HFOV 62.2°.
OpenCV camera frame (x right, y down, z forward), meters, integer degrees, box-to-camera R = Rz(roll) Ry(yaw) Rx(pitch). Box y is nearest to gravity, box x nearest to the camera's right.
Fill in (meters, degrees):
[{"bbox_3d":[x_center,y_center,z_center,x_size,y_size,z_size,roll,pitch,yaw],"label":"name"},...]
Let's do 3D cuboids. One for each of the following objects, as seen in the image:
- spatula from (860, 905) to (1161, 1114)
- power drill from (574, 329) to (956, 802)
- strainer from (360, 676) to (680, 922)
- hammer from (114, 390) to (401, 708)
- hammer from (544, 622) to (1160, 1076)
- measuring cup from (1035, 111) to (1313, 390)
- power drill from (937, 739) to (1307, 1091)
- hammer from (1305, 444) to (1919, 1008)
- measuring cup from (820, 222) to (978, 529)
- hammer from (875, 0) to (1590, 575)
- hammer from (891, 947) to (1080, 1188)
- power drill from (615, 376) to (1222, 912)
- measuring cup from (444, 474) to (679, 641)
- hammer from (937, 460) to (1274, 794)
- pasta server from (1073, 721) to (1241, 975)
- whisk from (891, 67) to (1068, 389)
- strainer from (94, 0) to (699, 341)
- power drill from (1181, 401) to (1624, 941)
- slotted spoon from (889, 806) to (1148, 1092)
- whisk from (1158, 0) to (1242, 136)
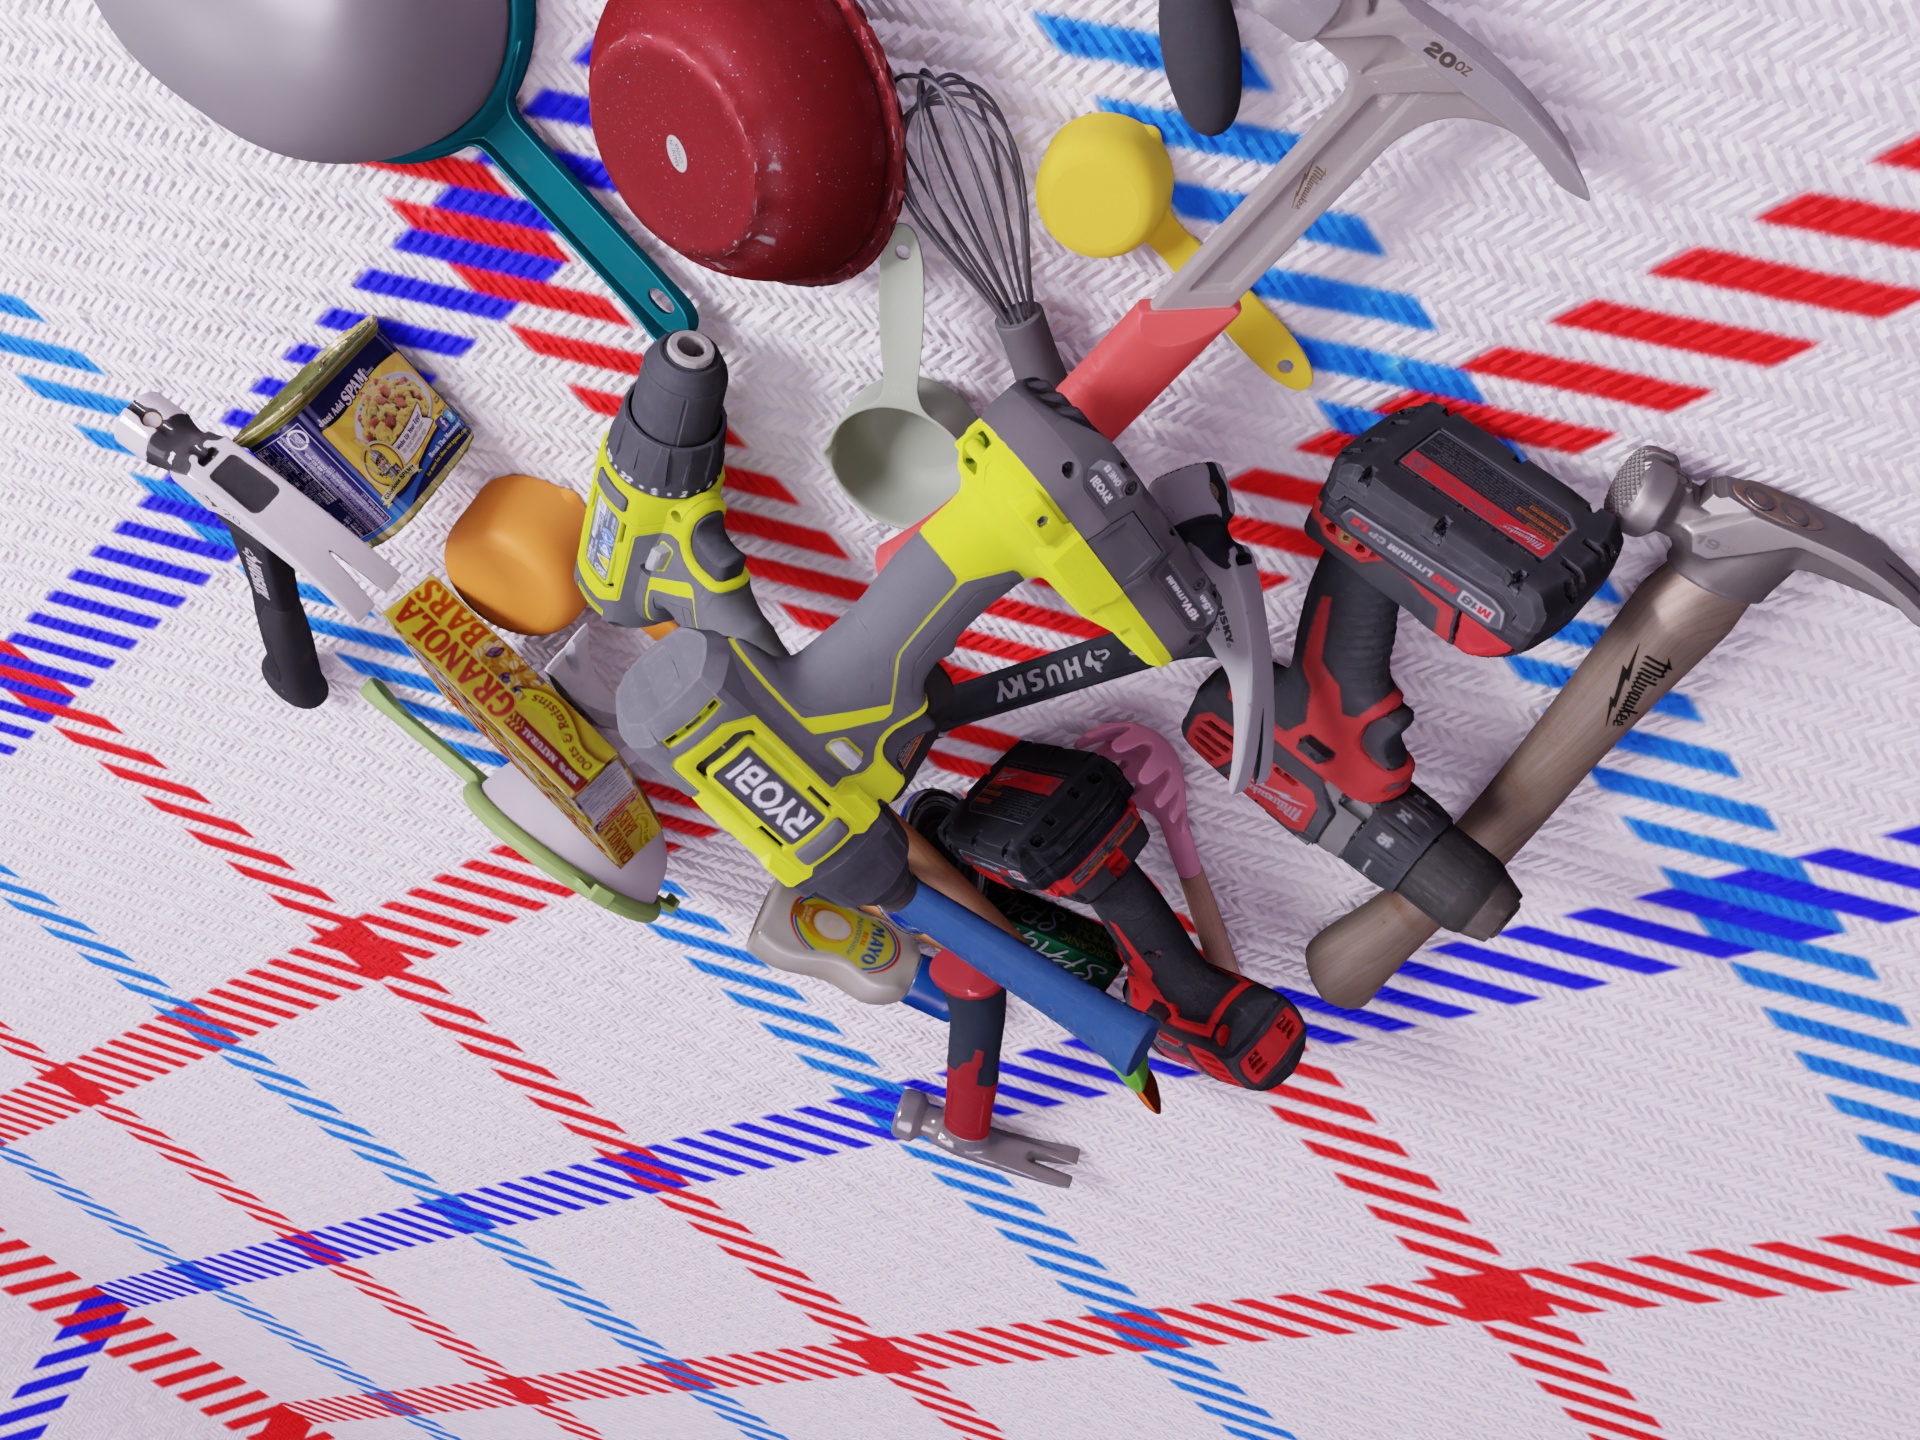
[{"bbox_3d":[-0.001,0.160,1.056,0.322,0.081,0.041,28,97,1],"label":"spatula"},{"bbox_3d":[-0.107,-0.064,0.797,0.229,0.080,0.190,51,144,15],"label":"power drill"},{"bbox_3d":[-0.284,0.032,1.046,0.256,0.069,0.151,37,178,11],"label":"strainer"},{"bbox_3d":[-0.396,-0.067,0.934,0.146,0.035,0.334,36,156,-4],"label":"hammer"},{"bbox_3d":[-0.071,0.072,0.886,0.406,0.035,0.144,30,160,19],"label":"hammer"},{"bbox_3d":[0.095,-0.190,0.679,0.156,0.029,0.062,41,135,-15],"label":"measuring cup"},{"bbox_3d":[0.093,0.117,0.914,0.219,0.078,0.143,50,163,-20],"label":"power drill"},{"bbox_3d":[0.298,0.041,0.817,0.146,0.038,0.410,23,138,-1],"label":"hammer"},{"bbox_3d":[-0.023,-0.164,0.748,0.083,0.038,0.167,13,137,10],"label":"measuring cup"},{"bbox_3d":[0.082,-0.148,0.683,0.149,0.037,0.359,26,135,-23],"label":"hammer"},{"bbox_3d":[0.023,0.235,1.058,0.143,0.038,0.386,16,152,7],"label":"hammer"},{"bbox_3d":[-0.009,-0.021,0.677,0.223,0.080,0.171,-39,128,5],"label":"power drill"},{"bbox_3d":[-0.219,-0.065,0.923,0.173,0.052,0.095,39,135,-13],"label":"measuring cup"},{"bbox_3d":[-0.001,-0.003,0.857,0.409,0.036,0.149,-18,88,45],"label":"hammer"},{"bbox_3d":[0.139,0.112,0.955,0.060,0.040,0.315,28,151,45],"label":"pasta server"},{"bbox_3d":[0.024,-0.180,0.713,0.055,0.055,0.238,-3,136,26],"label":"whisk"},{"bbox_3d":[-0.255,-0.278,0.698,0.211,0.095,0.340,-26,117,39],"label":"strainer"},{"bbox_3d":[0.212,-0.010,0.736,0.188,0.080,0.226,40,142,19],"label":"power drill"},{"bbox_3d":[0.019,0.120,0.933,0.313,0.031,0.070,46,173,-27],"label":"slotted spoon"},{"bbox_3d":[0.063,-0.332,0.540,0.070,0.070,0.284,1,137,22],"label":"whisk"}]
